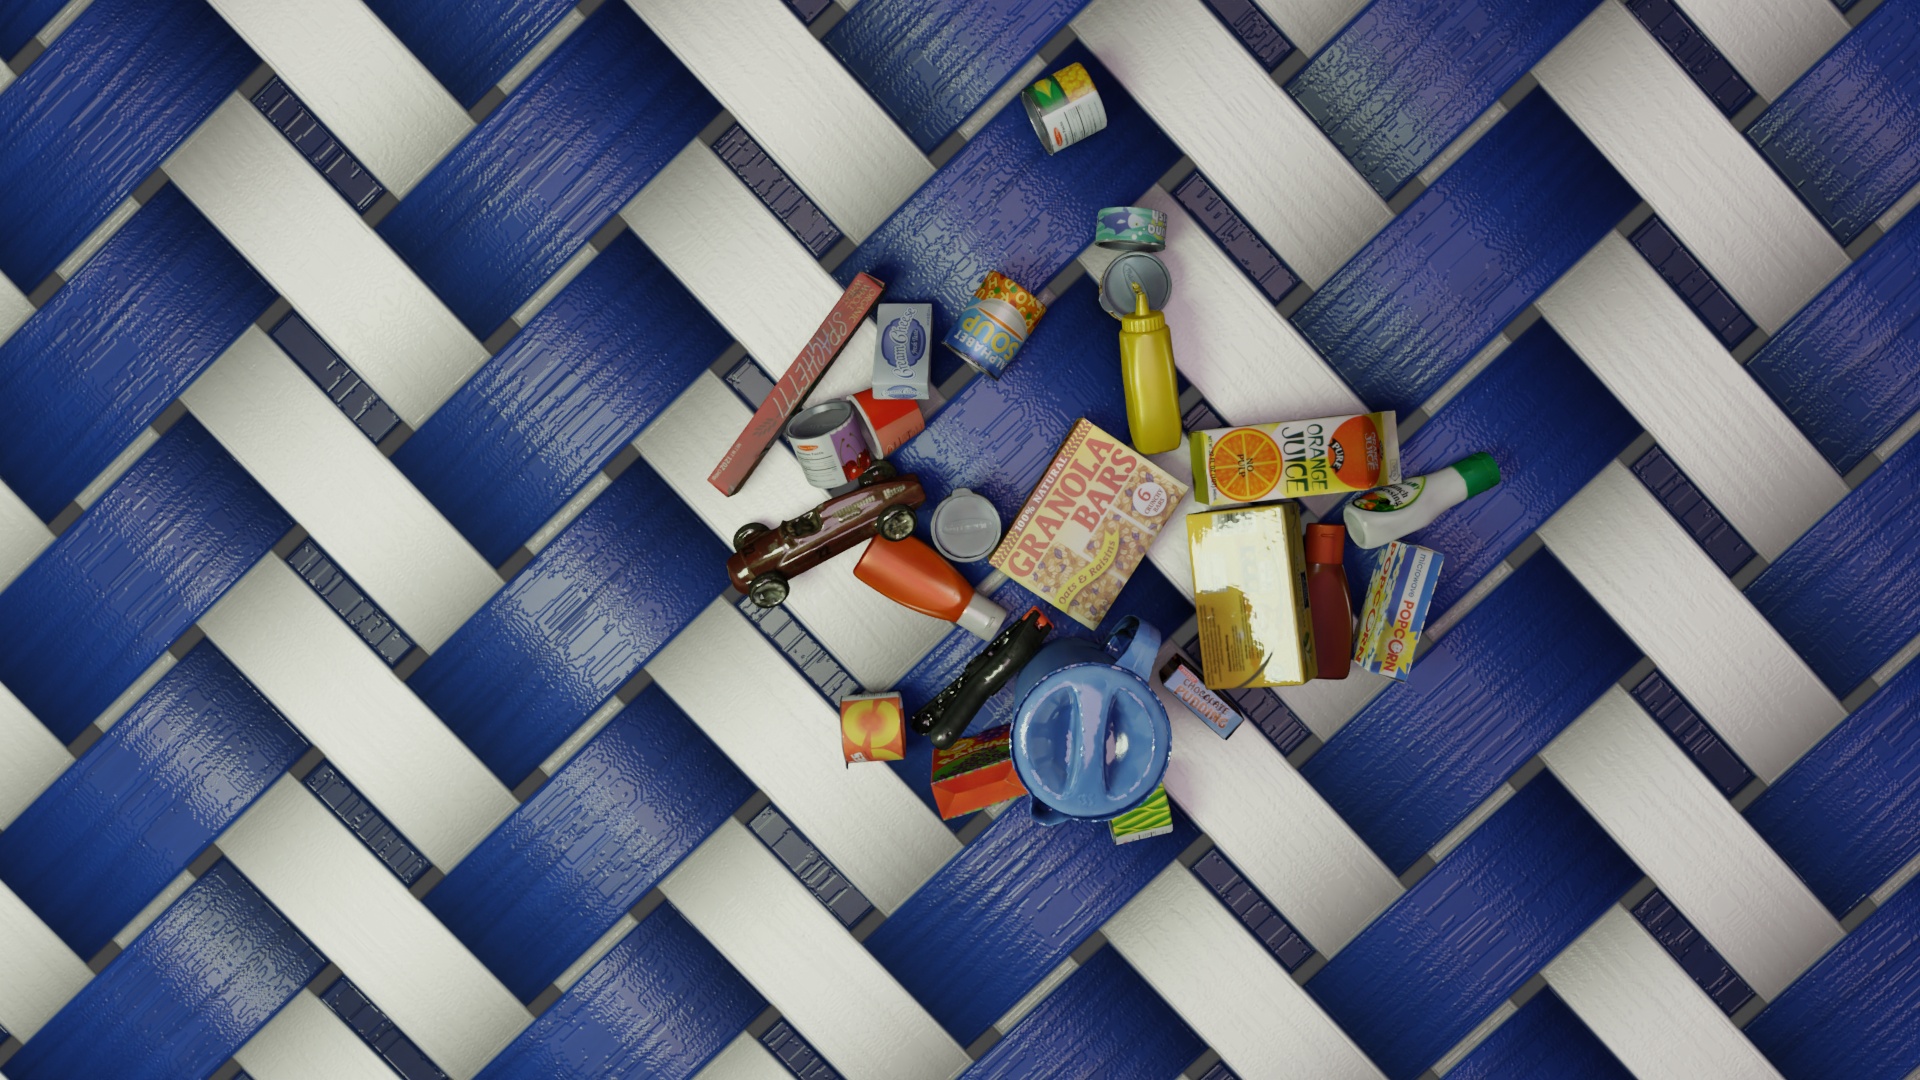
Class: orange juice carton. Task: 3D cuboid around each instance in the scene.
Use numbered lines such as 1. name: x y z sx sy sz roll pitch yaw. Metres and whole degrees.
1. orange juice carton: 0.319 -0.079 1.314 0.193 0.073 0.071 -6 94 0

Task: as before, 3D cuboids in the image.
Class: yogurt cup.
1. yogurt cup: -0.069 -0.118 1.316 0.054 0.072 0.072 -28 94 -10

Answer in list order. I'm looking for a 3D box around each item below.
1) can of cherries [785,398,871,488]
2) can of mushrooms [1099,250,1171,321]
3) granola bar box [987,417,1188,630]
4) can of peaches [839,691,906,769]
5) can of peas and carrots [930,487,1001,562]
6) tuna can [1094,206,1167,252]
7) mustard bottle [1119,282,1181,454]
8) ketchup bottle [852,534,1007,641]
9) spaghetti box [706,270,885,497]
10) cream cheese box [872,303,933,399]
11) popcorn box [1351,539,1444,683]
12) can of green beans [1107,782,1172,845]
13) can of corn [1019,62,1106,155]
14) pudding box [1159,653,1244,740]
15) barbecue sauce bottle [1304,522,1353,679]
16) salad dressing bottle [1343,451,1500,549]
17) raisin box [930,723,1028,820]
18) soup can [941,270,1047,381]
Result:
1. can of cherries: -0.122 -0.092 1.310 0.071 0.072 0.058 -20 121 2
2. can of mushrooms: 0.164 -0.240 1.322 0.071 0.033 0.071 0 95 0
3. granola bar box: 0.121 -0.017 1.336 0.124 0.039 0.165 33 94 -3
4. can of peaches: -0.084 0.182 1.337 0.058 0.071 0.071 -5 94 0
5. can of peas and carrots: 0.005 -0.017 1.326 0.071 0.059 0.071 0 94 0
6. tuna can: 0.162 -0.291 1.301 0.071 0.071 0.033 5 94 0
7. mustard bottle: 0.176 -0.163 1.298 0.049 0.065 0.159 -10 111 -1
8. ketchup bottle: -0.027 0.044 1.338 0.149 0.043 0.064 32 89 -2
9. spaghetti box: -0.154 -0.149 1.322 0.028 0.050 0.250 37 93 -4
10. cream cheese box: -0.054 -0.178 1.304 0.053 0.024 0.104 0 55 2
11. popcorn box: 0.412 0.064 1.318 0.038 0.085 0.126 16 95 0
12. can of green beans: 0.169 0.255 1.342 0.058 0.071 0.071 -13 94 1
13. can of corn: 0.096 -0.405 1.296 0.058 0.071 0.071 -27 94 2
14. pudding box: 0.232 0.151 1.343 0.083 0.050 0.030 42 97 -2
15. barbecue sauce bottle: 0.347 0.058 1.339 0.065 0.044 0.148 3 94 7
16. salad dressing bottle: 0.441 -0.040 1.325 0.148 0.064 0.043 -24 113 -6
17. raisin box: 0.017 0.216 1.311 0.086 0.123 0.040 -18 96 2
18. soup can: 0.032 -0.202 1.306 0.071 0.071 0.083 34 94 -2
